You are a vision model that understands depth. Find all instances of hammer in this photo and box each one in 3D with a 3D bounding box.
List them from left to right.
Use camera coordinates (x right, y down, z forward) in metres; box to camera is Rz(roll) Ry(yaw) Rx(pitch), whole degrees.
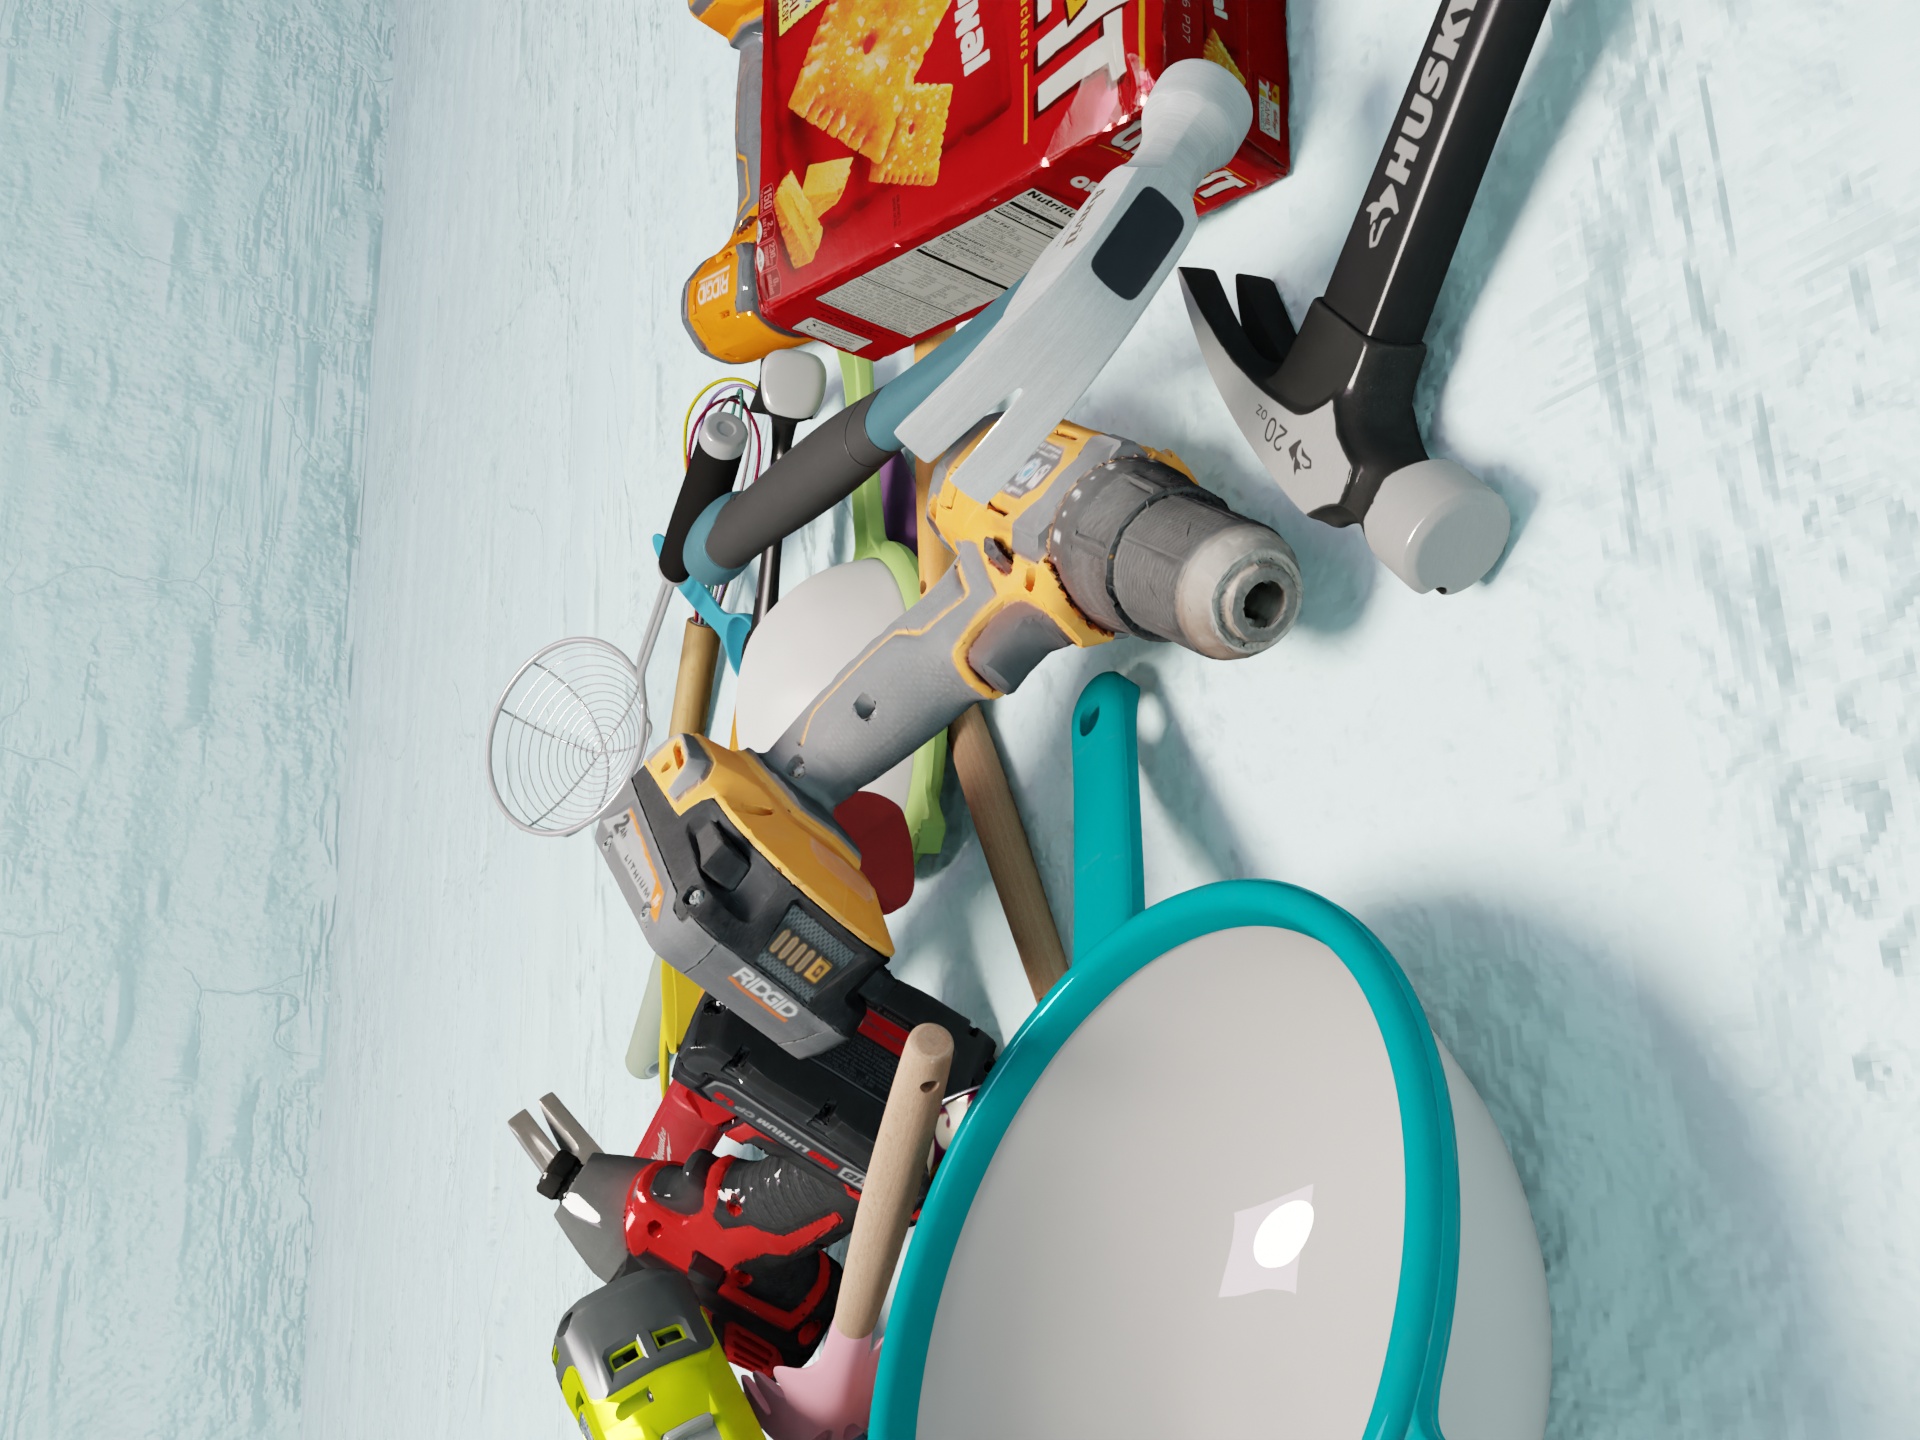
[{"bbox_3d":[-0.120,0.148,0.739,0.143,0.038,0.386,44,134,14],"label":"hammer"},{"bbox_3d":[-0.103,-0.008,0.795,0.127,0.034,0.337,-164,80,-81],"label":"hammer"},{"bbox_3d":[-0.028,-0.104,0.562,0.331,0.033,0.128,-18,38,60],"label":"hammer"},{"bbox_3d":[0.138,-0.208,0.378,0.146,0.035,0.334,-119,37,-48],"label":"hammer"}]

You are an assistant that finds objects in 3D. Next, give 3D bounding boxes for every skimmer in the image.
[{"bbox_3d":[-0.199,-0.050,0.883,0.363,0.090,0.127,127,132,-55],"label":"skimmer"}]

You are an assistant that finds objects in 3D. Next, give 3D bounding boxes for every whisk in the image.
[{"bbox_3d":[-0.158,0.122,0.902,0.059,0.058,0.246,40,129,23],"label":"whisk"},{"bbox_3d":[-0.149,-0.079,0.929,0.051,0.047,0.245,42,125,56],"label":"whisk"}]

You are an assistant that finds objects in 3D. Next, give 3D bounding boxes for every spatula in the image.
[{"bbox_3d":[-0.003,-0.195,0.670,0.081,0.041,0.323,-22,65,58],"label":"spatula"},{"bbox_3d":[-0.001,-0.002,0.655,0.316,0.018,0.059,-109,33,-41],"label":"spatula"}]

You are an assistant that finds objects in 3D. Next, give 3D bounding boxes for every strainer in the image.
[{"bbox_3d":[-0.063,-0.056,0.699,0.151,0.069,0.256,157,110,-68],"label":"strainer"},{"bbox_3d":[0.072,0.112,0.437,0.211,0.095,0.341,-49,22,33],"label":"strainer"}]

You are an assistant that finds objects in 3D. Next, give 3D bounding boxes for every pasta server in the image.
[{"bbox_3d":[-0.036,0.193,0.561,0.316,0.060,0.040,103,152,-45],"label":"pasta server"}]

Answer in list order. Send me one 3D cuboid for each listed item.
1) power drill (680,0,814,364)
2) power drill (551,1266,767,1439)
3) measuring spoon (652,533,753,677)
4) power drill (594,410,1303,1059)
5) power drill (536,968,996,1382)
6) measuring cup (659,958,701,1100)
[{"bbox_3d":[-0.088,-0.306,0.820,0.164,0.084,0.226,10,98,62],"label":"power drill"},{"bbox_3d":[-0.104,0.358,0.647,0.191,0.080,0.228,51,145,34],"label":"power drill"},{"bbox_3d":[-0.133,-0.067,0.884,0.129,0.021,0.042,48,140,32],"label":"measuring spoon"},{"bbox_3d":[-0.004,-0.001,0.516,0.226,0.084,0.185,-48,30,-3],"label":"power drill"},{"bbox_3d":[-0.089,0.184,0.655,0.219,0.143,0.079,-57,3,40],"label":"power drill"},{"bbox_3d":[-0.150,0.174,0.875,0.156,0.029,0.062,107,154,-52],"label":"measuring cup"}]
